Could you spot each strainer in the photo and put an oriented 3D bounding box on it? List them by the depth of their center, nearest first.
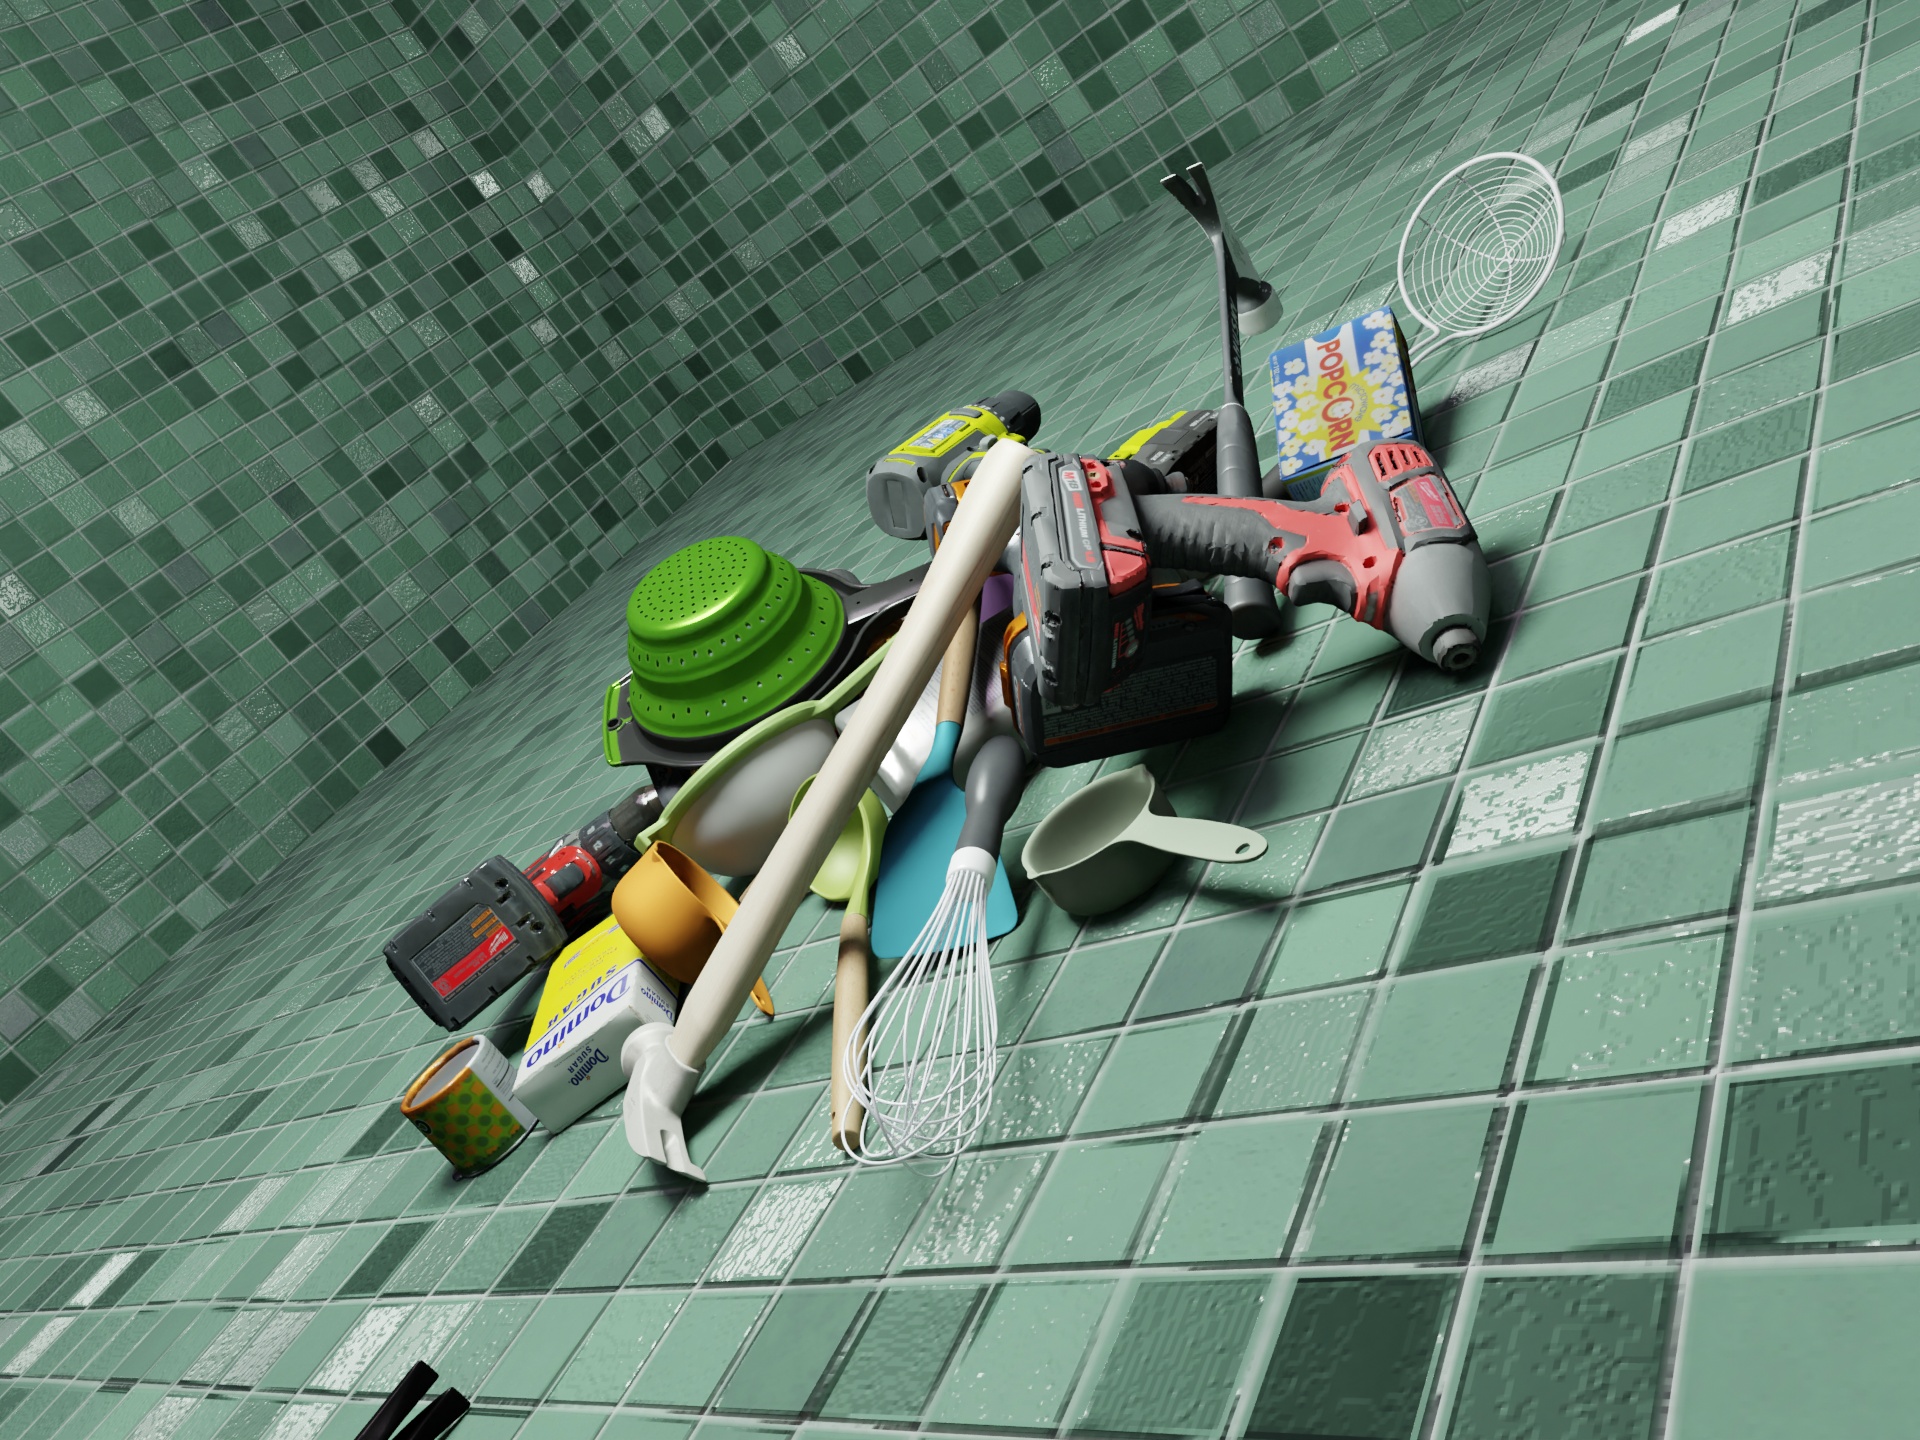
[{"bbox_3d":[-0.089,0.025,1.071,0.256,0.069,0.151,-41,-13,10],"label":"strainer"}]

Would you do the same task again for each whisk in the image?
[{"bbox_3d":[-0.002,0.092,0.735,0.070,0.070,0.285,-28,25,27],"label":"whisk"}]

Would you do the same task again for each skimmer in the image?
[{"bbox_3d":[0.275,-0.247,1.084,0.363,0.090,0.127,-43,42,-16],"label":"skimmer"}]

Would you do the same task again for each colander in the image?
[{"bbox_3d":[-0.101,-0.099,1.155,0.397,0.094,0.205,-23,38,5],"label":"colander"}]

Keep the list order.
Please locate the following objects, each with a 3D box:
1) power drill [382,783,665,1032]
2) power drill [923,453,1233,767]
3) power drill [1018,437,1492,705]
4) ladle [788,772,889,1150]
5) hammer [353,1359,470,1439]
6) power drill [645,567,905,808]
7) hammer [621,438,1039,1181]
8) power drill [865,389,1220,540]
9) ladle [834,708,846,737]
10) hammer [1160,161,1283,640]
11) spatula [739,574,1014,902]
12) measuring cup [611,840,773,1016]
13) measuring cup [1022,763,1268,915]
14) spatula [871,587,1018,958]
[{"bbox_3d":[-0.307,0.127,1.193,0.188,0.080,0.227,-39,2,12],"label":"power drill"},{"bbox_3d":[0.079,-0.079,0.907,0.164,0.084,0.227,-13,38,-7],"label":"power drill"},{"bbox_3d":[0.143,-0.072,0.771,0.219,0.078,0.143,-4,46,-4],"label":"power drill"},{"bbox_3d":[-0.069,0.121,0.857,0.320,0.062,0.078,-96,23,-66],"label":"ladle"},{"bbox_3d":[-0.169,0.314,0.580,0.337,0.034,0.127,-16,27,48],"label":"hammer"},{"bbox_3d":[-0.137,-0.020,1.230,0.226,0.084,0.186,-36,38,0],"label":"power drill"},{"bbox_3d":[-0.063,0.039,0.829,0.410,0.038,0.146,-60,19,2],"label":"hammer"},{"bbox_3d":[0.072,-0.181,1.128,0.229,0.080,0.190,12,36,29],"label":"power drill"},{"bbox_3d":[-0.024,-0.042,1.236,0.315,0.031,0.069,-27,32,21],"label":"ladle"},{"bbox_3d":[0.175,-0.205,1.018,0.036,0.149,0.409,-19,42,25],"label":"hammer"},{"bbox_3d":[-0.038,-0.004,1.029,0.316,0.060,0.018,-51,-8,-7],"label":"spatula"},{"bbox_3d":[-0.158,0.142,0.960,0.052,0.095,0.174,-45,36,2],"label":"measuring cup"},{"bbox_3d":[0.092,0.063,0.728,0.083,0.038,0.168,-43,20,-21],"label":"measuring cup"},{"bbox_3d":[-0.001,-0.003,0.917,0.082,0.044,0.318,-15,38,20],"label":"spatula"}]
